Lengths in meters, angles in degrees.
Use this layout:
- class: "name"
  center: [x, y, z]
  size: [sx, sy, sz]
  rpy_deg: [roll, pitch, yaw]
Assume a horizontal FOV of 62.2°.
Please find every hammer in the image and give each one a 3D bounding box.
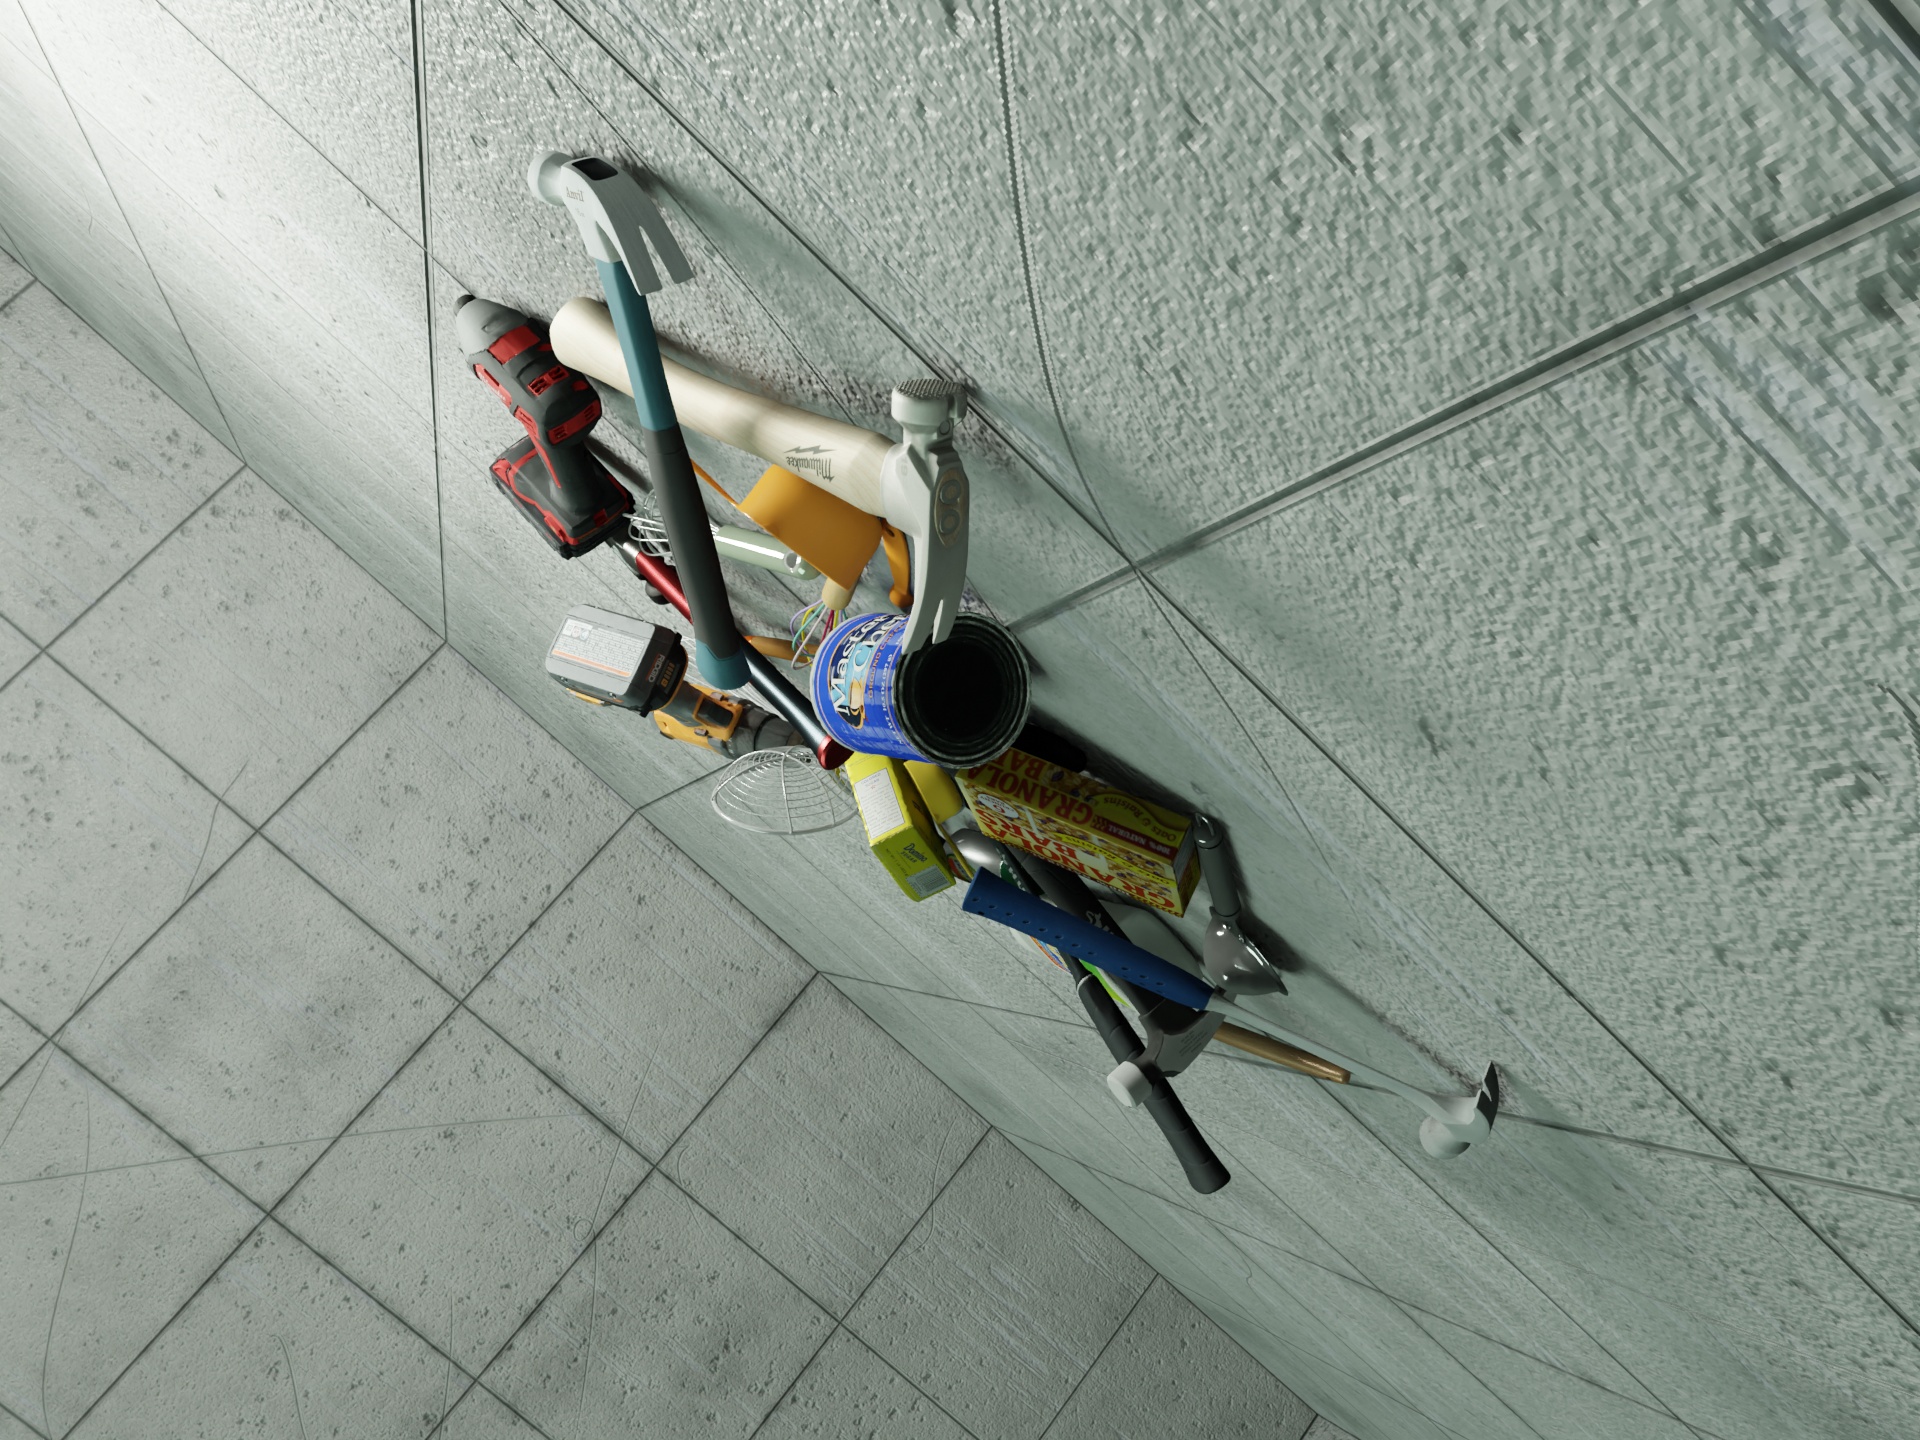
- class: "hammer"
  center: [0.083, 0.124, 1.236]
  size: [0.335, 0.146, 0.035]
  rpy_deg: [52, 162, 2]
- class: "hammer"
  center: [-0.203, -0.077, 1.315]
  size: [0.387, 0.038, 0.143]
  rpy_deg: [41, 171, 43]
- class: "hammer"
  center: [0.191, 0.203, 1.147]
  size: [0.405, 0.035, 0.144]
  rpy_deg: [24, 156, 10]
- class: "hammer"
  center: [0.096, 0.199, 1.293]
  size: [0.409, 0.036, 0.149]
  rpy_deg: [57, 163, 13]
- class: "hammer"
  center: [-0.177, -0.166, 0.953]
  size: [0.128, 0.033, 0.330]
  rpy_deg: [31, 141, 47]
- class: "hammer"
  center: [-0.137, -0.175, 0.961]
  size: [0.411, 0.038, 0.146]
  rpy_deg: [31, 129, 42]

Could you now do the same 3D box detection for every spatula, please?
- class: "spatula"
  center: [-0.162, -0.072, 1.404]
  size: [0.323, 0.041, 0.081]
  rpy_deg: [13, 148, 50]
- class: "spatula"
  center: [0.220, 0.261, 1.420]
  size: [0.318, 0.044, 0.082]
  rpy_deg: [13, 148, 49]

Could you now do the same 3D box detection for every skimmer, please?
- class: "skimmer"
  center: [-0.094, 0.105, 1.455]
  size: [0.127, 0.090, 0.363]
  rpy_deg: [17, 168, 29]

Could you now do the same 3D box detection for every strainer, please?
- class: "strainer"
  center: [0.190, 0.138, 1.136]
  size: [0.087, 0.050, 0.258]
  rpy_deg: [46, 167, 39]

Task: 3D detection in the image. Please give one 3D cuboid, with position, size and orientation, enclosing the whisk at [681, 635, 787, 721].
- class: "whisk"
  center: [-0.201, -0.009, 1.605]
  size: [0.285, 0.070, 0.070]
  rpy_deg: [28, 160, 21]

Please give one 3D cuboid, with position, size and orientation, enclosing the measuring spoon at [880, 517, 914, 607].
- class: "measuring spoon"
  center: [-0.045, -0.104, 1.069]
  size: [0.021, 0.011, 0.116]
  rpy_deg: [36, 163, 16]

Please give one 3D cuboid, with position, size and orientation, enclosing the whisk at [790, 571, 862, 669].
- class: "whisk"
  center: [-0.093, -0.081, 1.186]
  size: [0.051, 0.047, 0.245]
  rpy_deg: [8, 162, -11]

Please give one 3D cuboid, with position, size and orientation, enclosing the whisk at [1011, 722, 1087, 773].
- class: "whisk"
  center: [-0.002, -0.005, 1.183]
  size: [0.239, 0.055, 0.055]
  rpy_deg: [22, 156, 38]

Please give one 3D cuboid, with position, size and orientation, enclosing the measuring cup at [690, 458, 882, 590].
- class: "measuring cup"
  center: [-0.124, -0.154, 1.027]
  size: [0.174, 0.052, 0.095]
  rpy_deg: [39, -178, 16]

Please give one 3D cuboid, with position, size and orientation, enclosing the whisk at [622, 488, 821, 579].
- class: "whisk"
  center: [-0.187, -0.142, 1.246]
  size: [0.059, 0.058, 0.246]
  rpy_deg: [8, -171, -45]

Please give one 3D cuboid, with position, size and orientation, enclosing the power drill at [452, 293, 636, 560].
- class: "power drill"
  center: [-0.333, -0.235, 1.257]
  size: [0.143, 0.078, 0.219]
  rpy_deg: [46, 162, 15]

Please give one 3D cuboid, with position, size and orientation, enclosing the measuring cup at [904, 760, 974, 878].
- class: "measuring cup"
  center: [-0.005, 0.082, 1.311]
  size: [0.062, 0.029, 0.156]
  rpy_deg: [58, 177, 42]

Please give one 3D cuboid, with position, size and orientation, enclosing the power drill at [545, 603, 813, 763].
- class: "power drill"
  center: [-0.251, -0.019, 1.476]
  size: [0.185, 0.084, 0.226]
  rpy_deg: [16, 168, 29]
